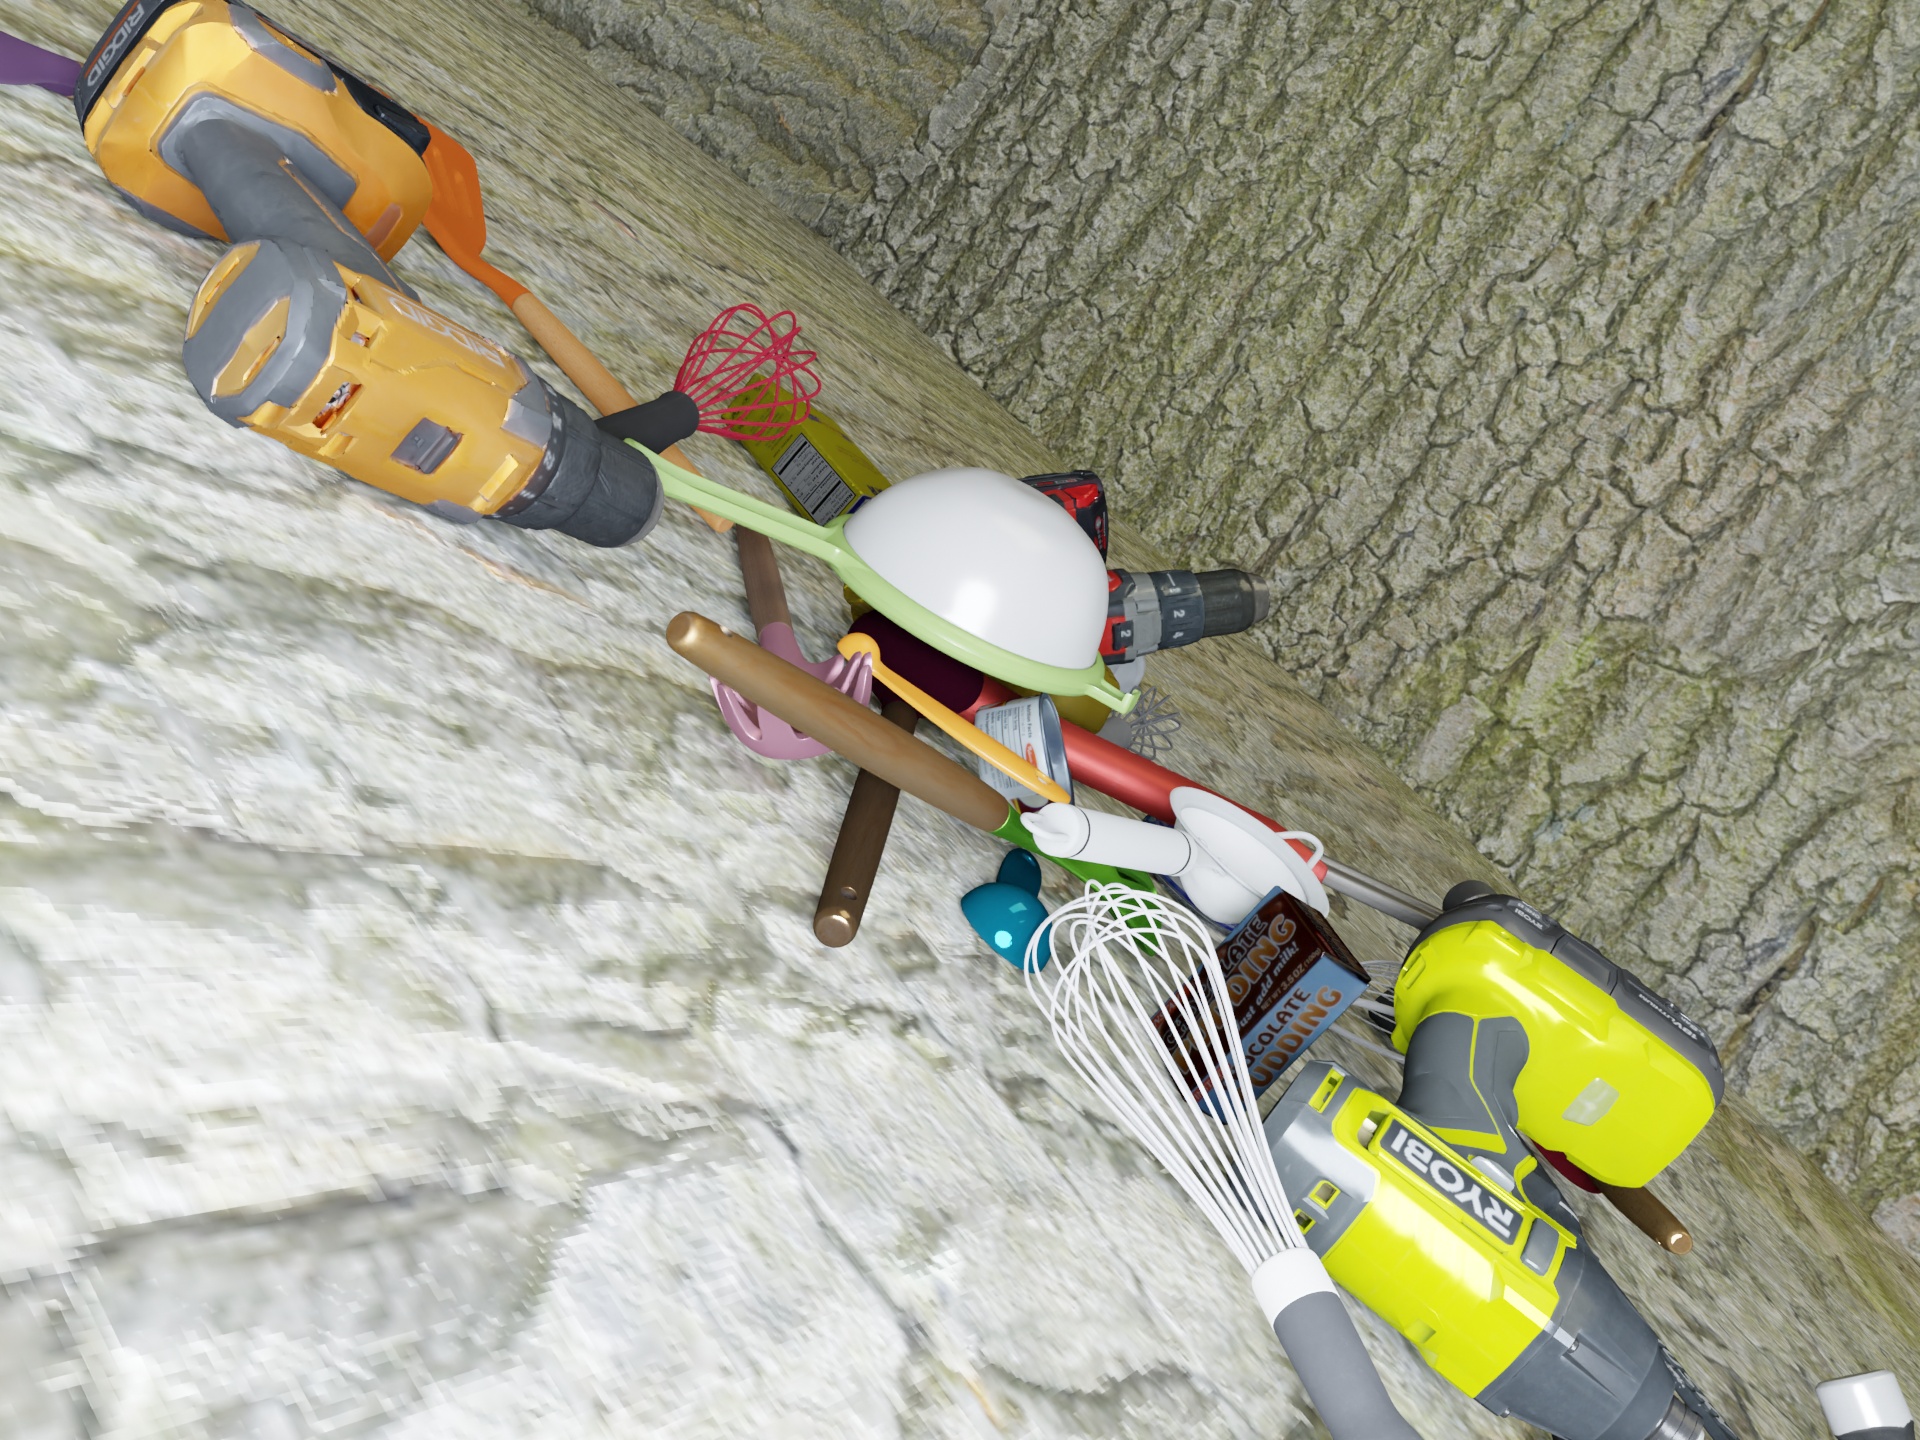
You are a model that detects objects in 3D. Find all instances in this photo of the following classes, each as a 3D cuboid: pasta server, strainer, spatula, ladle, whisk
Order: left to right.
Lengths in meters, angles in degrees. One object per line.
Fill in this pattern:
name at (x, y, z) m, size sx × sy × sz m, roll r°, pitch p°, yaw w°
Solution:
spatula at (-0.346, -0.257, 0.658) m, size 0.060 × 0.018 × 0.316 m, roll 44°, pitch 14°, yaw 7°
spatula at (-0.216, -0.216, 0.854) m, size 0.323 × 0.041 × 0.081 m, roll 47°, pitch 14°, yaw 19°
whisk at (-0.132, -0.153, 0.780) m, size 0.073 × 0.073 × 0.296 m, roll 40°, pitch 26°, yaw -5°
pasta server at (-0.084, -0.053, 0.703) m, size 0.060 × 0.040 × 0.316 m, roll -8°, pitch 24°, yaw -8°
strainer at (-0.028, -0.093, 0.719) m, size 0.256 × 0.069 × 0.152 m, roll 19°, pitch 21°, yaw -31°
whisk at (0.100, 0.012, 1.020) m, size 0.055 × 0.055 × 0.239 m, roll 43°, pitch 17°, yaw 9°
strainer at (0.088, 0.055, 0.649) m, size 0.087 × 0.050 × 0.258 m, roll 47°, pitch 16°, yaw 29°
whisk at (0.092, 0.153, 0.505) m, size 0.070 × 0.070 × 0.285 m, roll 31°, pitch 21°, yaw -38°
ladle at (0.350, 0.248, 0.863) m, size 0.069 × 0.031 × 0.315 m, roll 54°, pitch 6°, yaw 11°

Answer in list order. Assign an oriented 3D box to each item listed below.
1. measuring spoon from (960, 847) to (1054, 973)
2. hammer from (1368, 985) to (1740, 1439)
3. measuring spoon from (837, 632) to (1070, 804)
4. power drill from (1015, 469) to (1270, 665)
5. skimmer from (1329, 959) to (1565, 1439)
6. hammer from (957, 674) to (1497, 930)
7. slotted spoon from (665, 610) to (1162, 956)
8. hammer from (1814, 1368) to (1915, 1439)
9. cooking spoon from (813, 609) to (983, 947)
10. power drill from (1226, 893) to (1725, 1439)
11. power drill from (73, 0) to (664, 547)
measuring spoon at (0.028, 0.068, 0.660) m, size 0.042 × 0.021 × 0.128 m, roll 41°, pitch 14°, yaw -2°
hammer at (0.319, 0.270, 0.815) m, size 0.149 × 0.036 × 0.409 m, roll 36°, pitch 14°, yaw -29°
measuring spoon at (-0.001, -0.002, 0.658) m, size 0.117 × 0.011 × 0.021 m, roll 35°, pitch 20°, yaw 3°
power drill at (0.094, -0.103, 1.108) m, size 0.188 × 0.080 × 0.227 m, roll -8°, pitch 27°, yaw -9°
skimmer at (0.226, 0.223, 0.710) m, size 0.127 × 0.090 × 0.363 m, roll 27°, pitch 25°, yaw -7°
hammer at (0.135, 0.056, 0.790) m, size 0.359 × 0.036 × 0.149 m, roll 25°, pitch 16°, yaw -7°
slotted spoon at (0.000, 0.028, 0.592) m, size 0.313 × 0.031 × 0.070 m, roll 33°, pitch 13°, yaw -50°
hammer at (0.292, 0.310, 0.533) m, size 0.334 × 0.035 × 0.146 m, roll 18°, pitch 52°, yaw -46°
cooking spoon at (-0.027, 0.008, 0.641) m, size 0.068 × 0.017 × 0.319 m, roll 25°, pitch 21°, yaw -5°
power drill at (0.218, 0.169, 0.619) m, size 0.171 × 0.080 × 0.223 m, roll 37°, pitch 32°, yaw 16°
power drill at (-0.213, -0.159, 0.593) m, size 0.226 × 0.084 × 0.185 m, roll 54°, pitch 17°, yaw 29°
